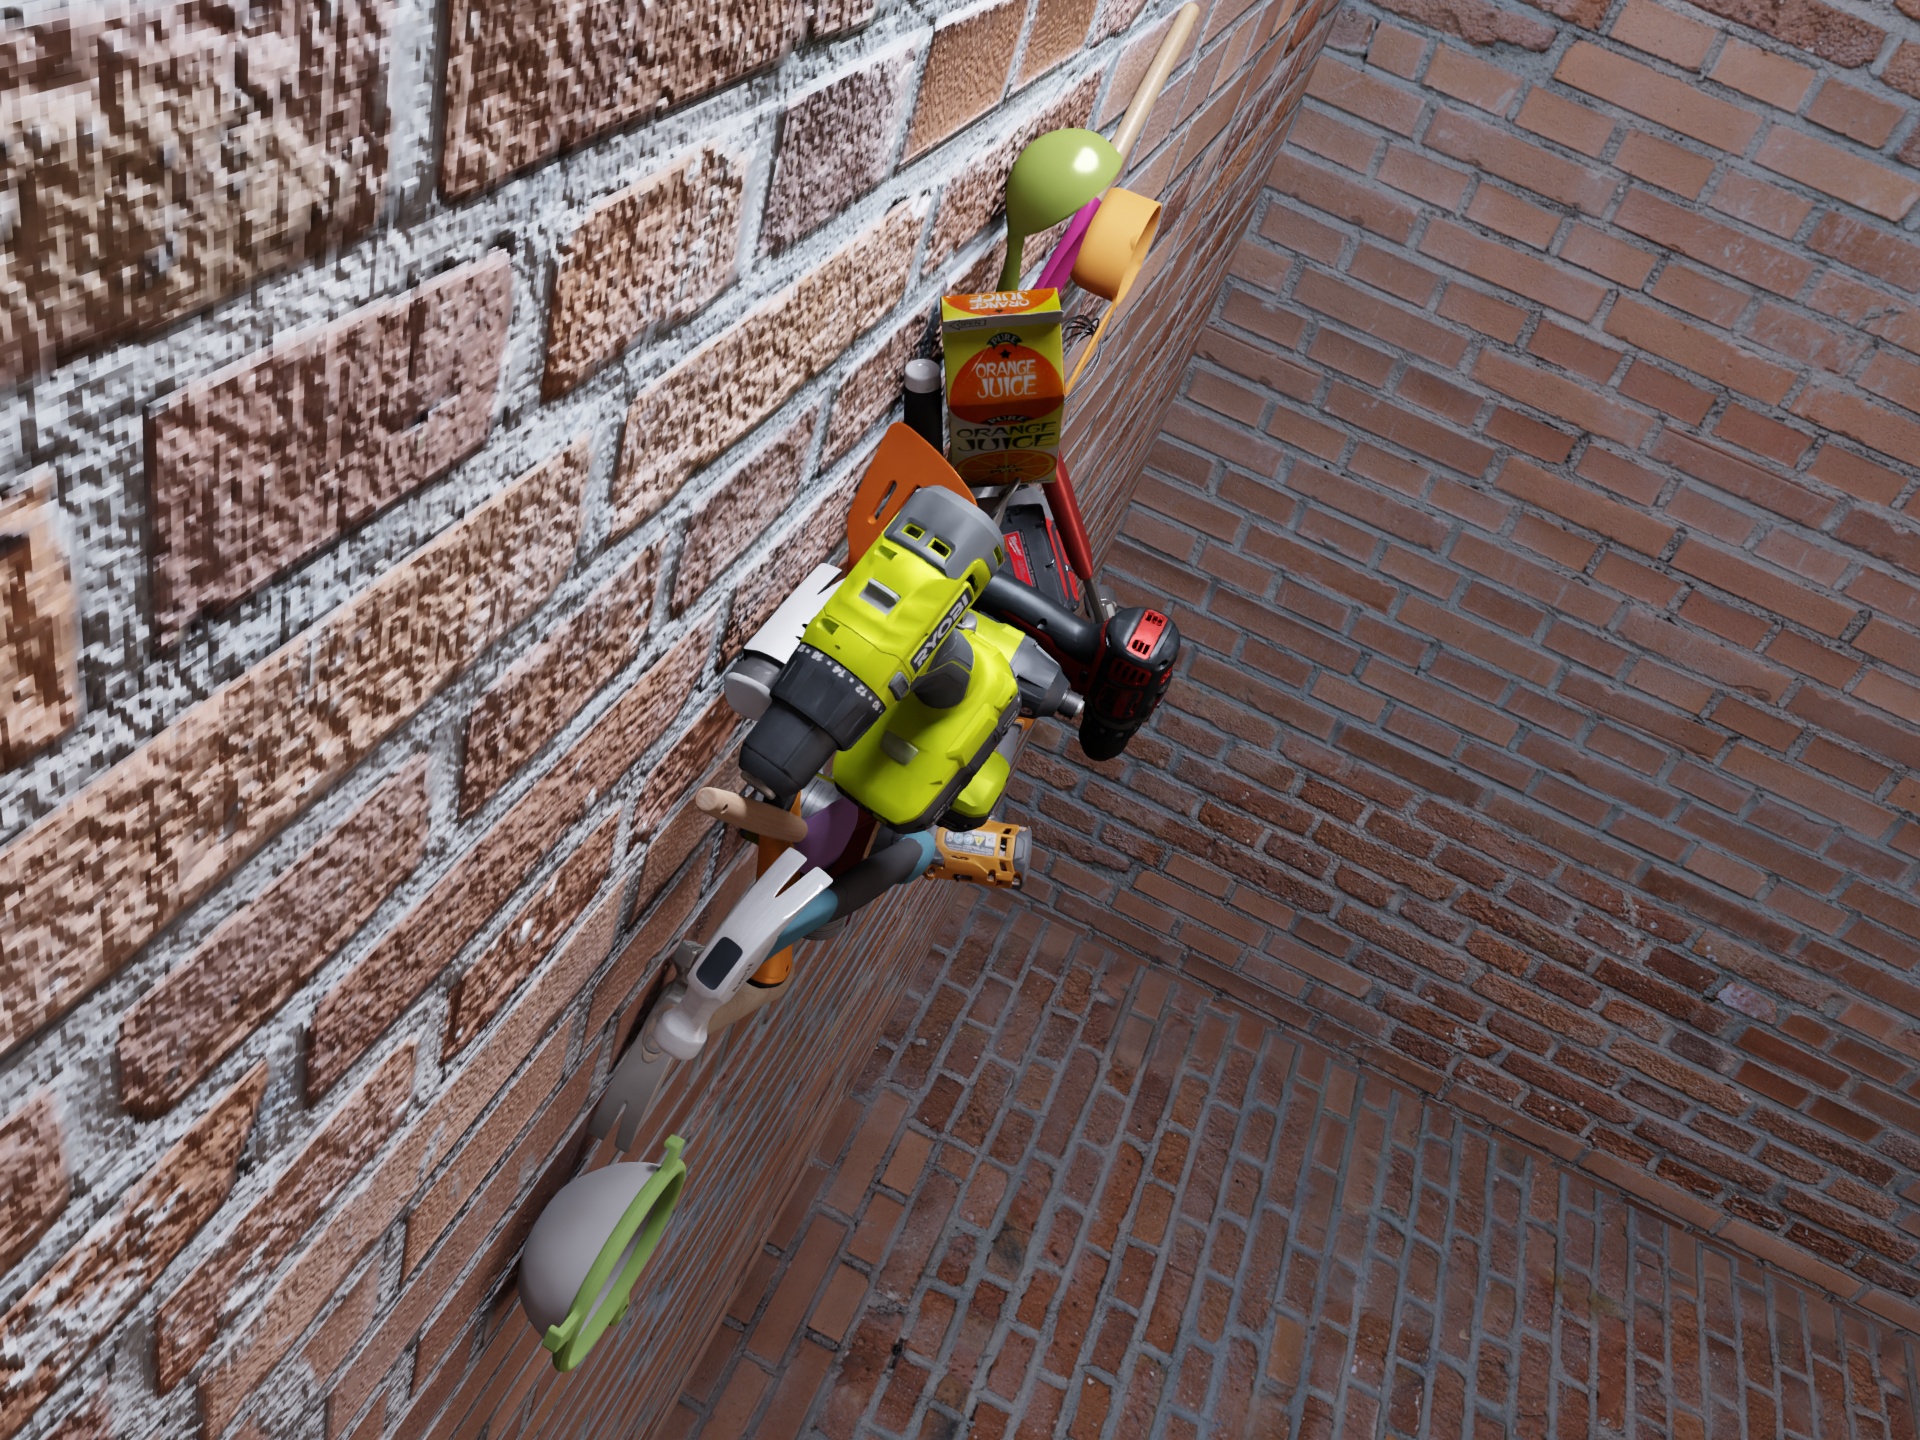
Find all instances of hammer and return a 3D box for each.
[{"bbox_3d":[-0.088,0.122,1.060,0.128,0.033,0.331,-56,169,17],"label":"hammer"},{"bbox_3d":[-0.193,0.236,1.265,0.146,0.038,0.410,-63,174,-2],"label":"hammer"},{"bbox_3d":[-0.113,0.057,1.027,0.336,0.034,0.127,100,17,-44],"label":"hammer"},{"bbox_3d":[0.096,-0.158,1.365,0.358,0.036,0.149,65,14,-50],"label":"hammer"}]

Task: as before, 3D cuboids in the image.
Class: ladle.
[{"bbox_3d":[0.036,-0.265,1.077,0.078,0.062,0.320,-60,175,-33],"label":"ladle"}]

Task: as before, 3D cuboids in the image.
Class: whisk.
[{"bbox_3d":[0.055,-0.247,1.361,0.239,0.055,0.055,-59,173,-8],"label":"whisk"}]

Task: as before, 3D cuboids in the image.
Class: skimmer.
[{"bbox_3d":[-0.058,-0.086,1.077,0.363,0.090,0.127,93,-4,-47],"label":"skimmer"}]

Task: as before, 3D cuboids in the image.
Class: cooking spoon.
[{"bbox_3d":[0.114,-0.428,1.243,0.319,0.017,0.068,-63,175,-9],"label":"cooking spoon"}]

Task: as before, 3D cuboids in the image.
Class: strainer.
[{"bbox_3d":[-0.260,0.376,1.109,0.151,0.069,0.256,-59,174,-32],"label":"strainer"},{"bbox_3d":[0.001,-0.075,1.132,0.258,0.050,0.087,99,11,-45],"label":"strainer"}]

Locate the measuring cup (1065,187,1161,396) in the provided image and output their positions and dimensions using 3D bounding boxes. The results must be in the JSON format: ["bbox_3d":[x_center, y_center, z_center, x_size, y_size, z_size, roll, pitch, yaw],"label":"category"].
[{"bbox_3d":[0.107,-0.358,1.321,0.173,0.052,0.095,-63,174,7],"label":"measuring cup"}]

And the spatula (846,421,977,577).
[{"bbox_3d":[-0.070,-0.055,1.053,0.041,0.081,0.322,-29,158,-34],"label":"spatula"}]

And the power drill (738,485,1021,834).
[{"bbox_3d":[-0.042,-0.013,0.937,0.190,0.080,0.228,-53,163,-11],"label":"power drill"}]

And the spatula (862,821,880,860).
[{"bbox_3d":[-0.039,0.001,1.456,0.082,0.044,0.318,120,-9,-52],"label":"spatula"}]

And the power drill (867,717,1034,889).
[{"bbox_3d":[-0.014,0.049,1.577,0.084,0.185,0.226,101,-3,-68],"label":"power drill"}]

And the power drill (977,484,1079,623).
[{"bbox_3d":[0.060,-0.153,1.474,0.220,0.078,0.143,-50,126,-75],"label":"power drill"}]

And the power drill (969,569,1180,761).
[{"bbox_3d":[0.060,-0.057,1.312,0.080,0.227,0.187,-61,173,-30],"label":"power drill"}]

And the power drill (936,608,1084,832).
[{"bbox_3d":[-0.002,-0.004,1.292,0.080,0.171,0.223,-61,176,-33],"label":"power drill"}]

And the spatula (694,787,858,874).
[{"bbox_3d":[-0.103,0.061,0.952,0.060,0.018,0.315,-61,168,-3],"label":"spatula"}]
